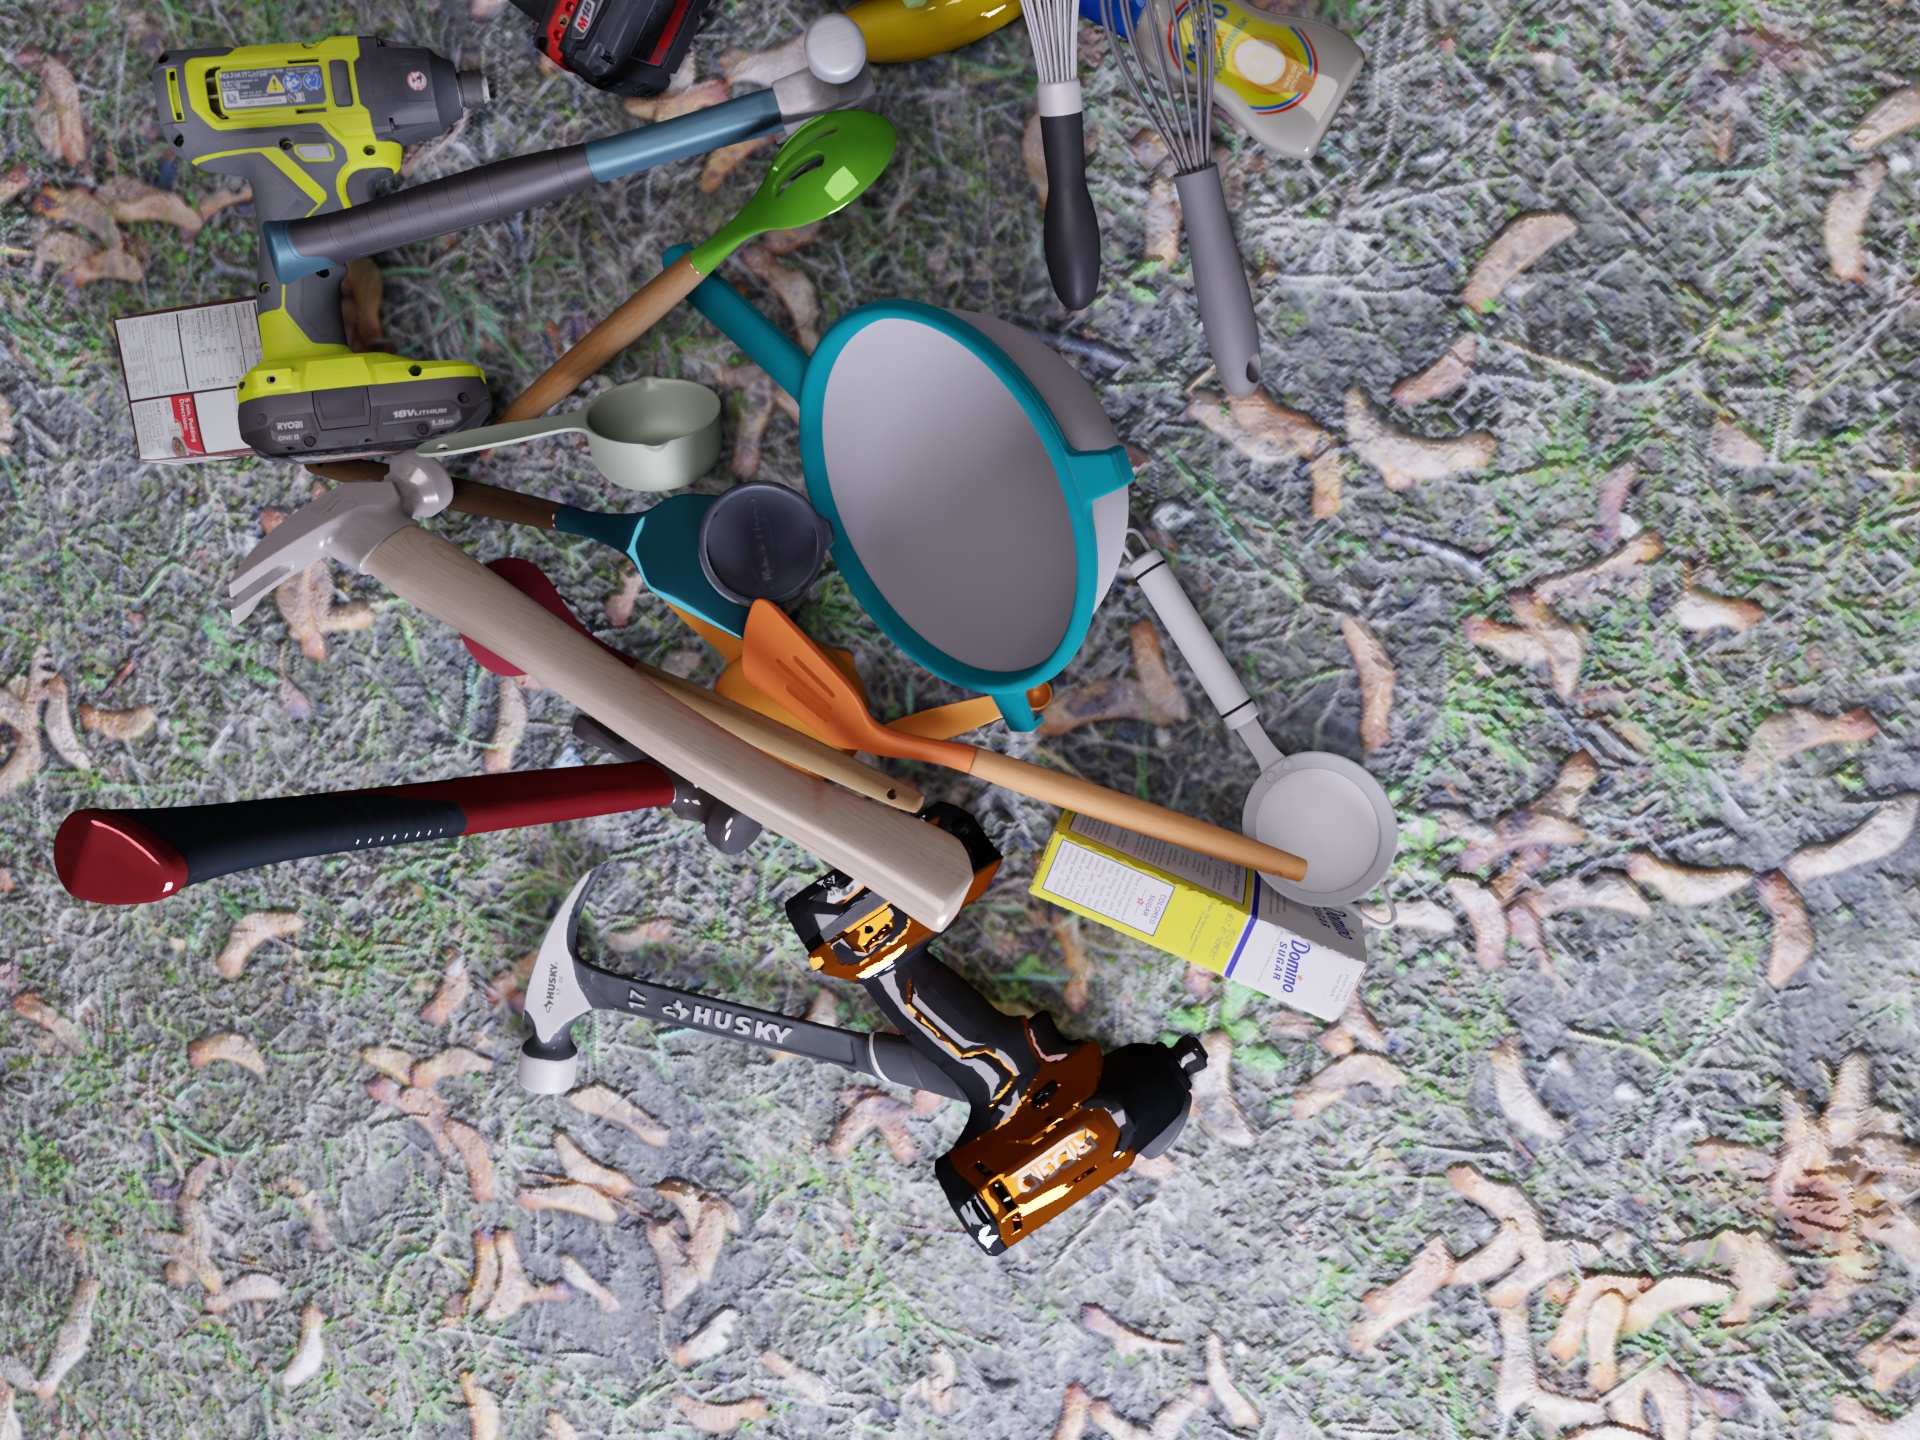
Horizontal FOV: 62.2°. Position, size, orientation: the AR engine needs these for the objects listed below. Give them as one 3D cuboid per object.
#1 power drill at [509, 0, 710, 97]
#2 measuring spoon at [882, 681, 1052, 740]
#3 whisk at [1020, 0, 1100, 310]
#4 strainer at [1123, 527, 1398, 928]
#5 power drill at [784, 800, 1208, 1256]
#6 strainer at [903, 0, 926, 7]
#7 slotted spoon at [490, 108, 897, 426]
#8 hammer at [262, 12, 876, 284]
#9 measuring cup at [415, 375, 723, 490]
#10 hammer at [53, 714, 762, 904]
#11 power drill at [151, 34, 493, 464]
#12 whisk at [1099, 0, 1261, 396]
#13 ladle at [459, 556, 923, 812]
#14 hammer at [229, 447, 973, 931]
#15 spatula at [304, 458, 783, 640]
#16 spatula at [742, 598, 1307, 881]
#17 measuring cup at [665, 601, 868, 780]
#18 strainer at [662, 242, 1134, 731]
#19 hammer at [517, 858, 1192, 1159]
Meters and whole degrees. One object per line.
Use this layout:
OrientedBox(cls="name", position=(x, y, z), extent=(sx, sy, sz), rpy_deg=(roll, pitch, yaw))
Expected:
OrientedBox(cls="power drill", position=(-0.236, -0.447, 0.850), extent=(0.220, 0.078, 0.143), rpy_deg=(35, 111, 7))
OrientedBox(cls="measuring spoon", position=(-0.001, -0.003, 0.921), extent=(0.117, 0.011, 0.021), rpy_deg=(-17, 108, 16))
OrientedBox(cls="whisk", position=(0.048, -0.348, 0.799), extent=(0.070, 0.070, 0.284), rpy_deg=(-3, 119, 11))
OrientedBox(cls="strainer", position=(0.159, 0.003, 0.876), extent=(0.087, 0.050, 0.258), rpy_deg=(-31, 87, -12))
OrientedBox(cls="power drill", position=(0.022, 0.159, 0.888), extent=(0.164, 0.084, 0.226), rpy_deg=(-33, 85, -3))
OrientedBox(cls="strainer", position=(-0.035, -0.495, 0.782), extent=(0.152, 0.069, 0.256), rpy_deg=(35, 129, 33))
OrientedBox(cls="slotted spoon", position=(-0.158, -0.231, 0.855), extent=(0.314, 0.031, 0.070), rpy_deg=(-28, 50, 33))
OrientedBox(cls="hammer", position=(-0.205, -0.287, 0.827), extent=(0.331, 0.128, 0.033), rpy_deg=(-15, 92, 2))
OrientedBox(cls="measuring cup", position=(-0.214, -0.150, 0.886), extent=(0.167, 0.083, 0.038), rpy_deg=(-10, 130, -7))
OrientedBox(cls="hammer", position=(-0.258, 0.035, 0.779), extent=(0.143, 0.386, 0.038), rpy_deg=(32, 106, 23))
OrientedBox(cls="power drill", position=(-0.340, -0.264, 0.893), extent=(0.171, 0.080, 0.223), rpy_deg=(-9, 96, -12))
OrientedBox(cls="whisk", position=(0.119, -0.277, 0.808), extent=(0.055, 0.055, 0.238), rpy_deg=(-13, 115, 12))
OrientedBox(cls="ladle", position=(-0.161, -0.015, 0.892), extent=(0.315, 0.031, 0.069), rpy_deg=(24, 98, 16))
OrientedBox(cls="hammer", position=(-0.180, -0.004, 0.831), extent=(0.411, 0.146, 0.038), rpy_deg=(31, 137, 10))
OrientedBox(cls="spatula", position=(-0.247, -0.119, 0.923), extent=(0.317, 0.044, 0.082), rpy_deg=(15, 92, 19))
OrientedBox(cls="spatula", position=(0.032, 0.021, 0.843), extent=(0.322, 0.041, 0.081), rpy_deg=(19, 147, -2))
OrientedBox(cls="measuring cup", position=(-0.131, -0.032, 0.916), extent=(0.173, 0.052, 0.095), rpy_deg=(45, 104, -2))
OrientedBox(cls="strainer", position=(-0.026, -0.168, 0.856), extent=(0.341, 0.095, 0.210), rpy_deg=(44, 143, 22))
OrientedBox(cls="hammer", position=(-0.066, 0.192, 0.954), extent=(0.409, 0.036, 0.149), rpy_deg=(11, 100, 8))
